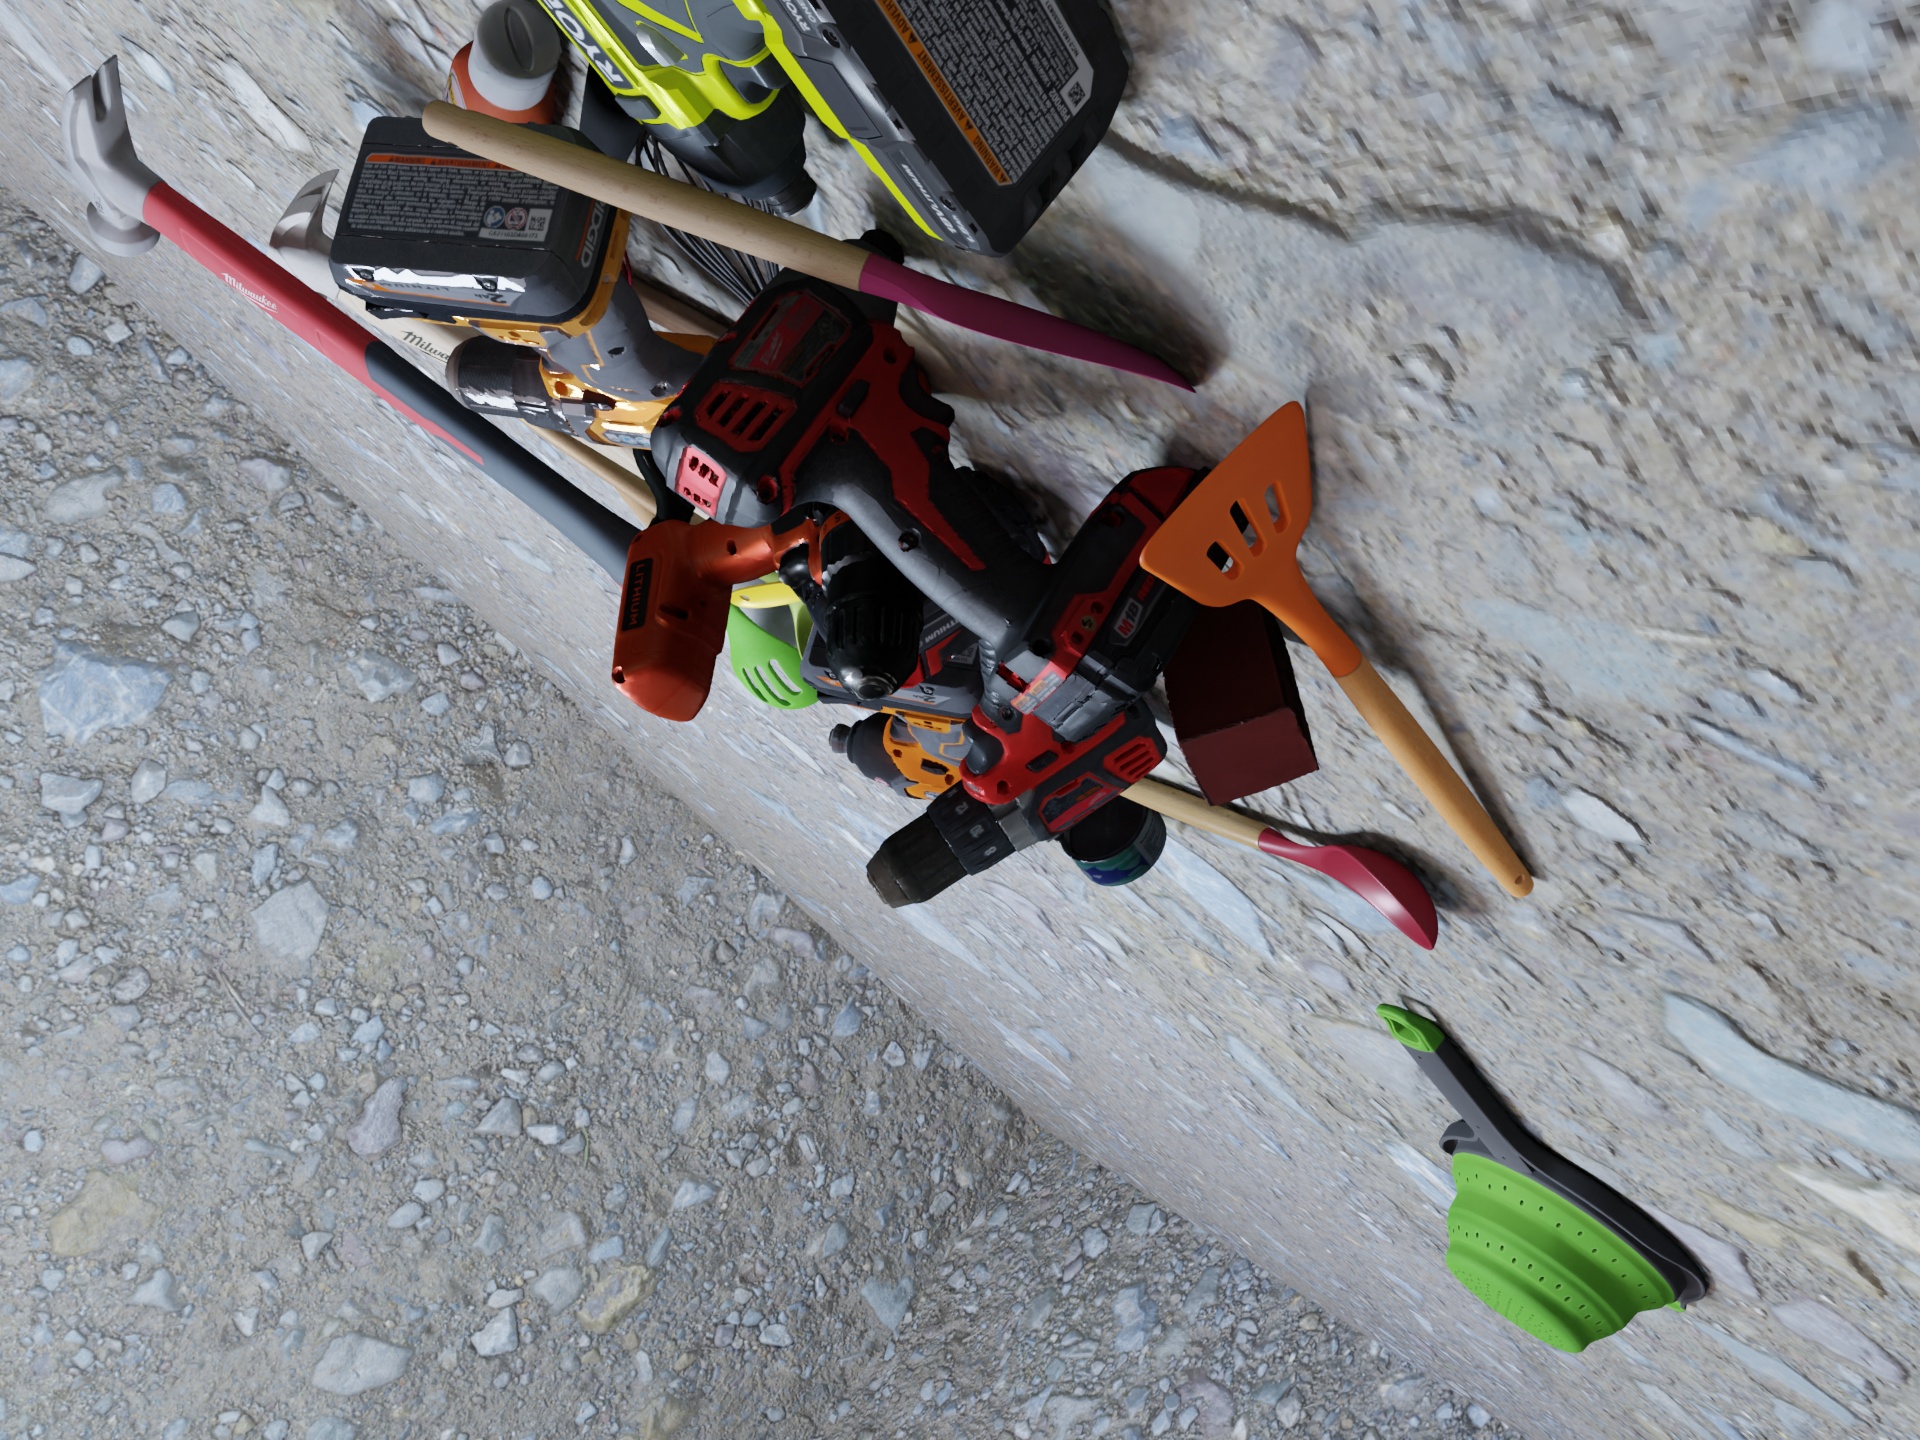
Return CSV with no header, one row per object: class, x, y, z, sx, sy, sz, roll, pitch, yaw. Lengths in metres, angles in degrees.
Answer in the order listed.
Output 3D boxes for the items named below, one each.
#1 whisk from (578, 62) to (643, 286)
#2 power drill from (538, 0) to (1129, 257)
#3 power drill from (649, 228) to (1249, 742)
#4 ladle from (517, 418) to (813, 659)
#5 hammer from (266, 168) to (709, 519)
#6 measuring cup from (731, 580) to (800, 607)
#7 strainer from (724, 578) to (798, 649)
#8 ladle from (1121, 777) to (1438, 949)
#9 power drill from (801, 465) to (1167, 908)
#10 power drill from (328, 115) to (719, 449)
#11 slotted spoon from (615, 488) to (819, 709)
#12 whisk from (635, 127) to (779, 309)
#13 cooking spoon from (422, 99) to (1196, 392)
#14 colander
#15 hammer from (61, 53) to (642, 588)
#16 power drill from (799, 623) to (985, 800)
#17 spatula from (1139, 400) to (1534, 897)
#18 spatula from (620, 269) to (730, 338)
whisk,-0.185,-0.256,0.785,0.073,0.073,0.296,42,158,-9
power drill,-0.058,-0.228,0.529,0.223,0.080,0.171,29,168,46
power drill,-0.001,-0.102,0.655,0.219,0.143,0.078,34,158,-4
ladle,-0.179,-0.120,1.082,0.320,0.062,0.078,34,140,-24
hammer,-0.224,-0.185,0.980,0.410,0.038,0.146,30,159,-22
measuring cup,-0.095,-0.095,1.018,0.156,0.029,0.062,-6,145,43
strainer,-0.129,-0.062,1.216,0.256,0.069,0.151,37,166,15
ladle,0.167,0.066,0.960,0.316,0.031,0.069,22,155,54
power drill,-0.001,-0.003,0.857,0.226,0.188,0.080,57,179,-44
power drill,-0.204,-0.193,0.760,0.185,0.084,0.226,9,170,16
slotted spoon,-0.196,-0.116,1.127,0.070,0.031,0.313,-15,125,33
whisk,-0.090,-0.196,0.745,0.055,0.055,0.238,31,164,30
cooking spoon,-0.060,-0.180,0.607,0.319,0.017,0.069,21,-166,5
colander,0.379,0.342,1.129,0.396,0.094,0.205,47,164,-29
hammer,-0.321,-0.202,0.887,0.386,0.038,0.143,37,153,-8
power drill,-0.028,-0.009,1.025,0.164,0.084,0.226,9,157,16
spatula,0.178,-0.006,0.668,0.322,0.081,0.041,43,-177,-35
spatula,-0.141,-0.215,0.885,0.316,0.018,0.059,32,160,24
